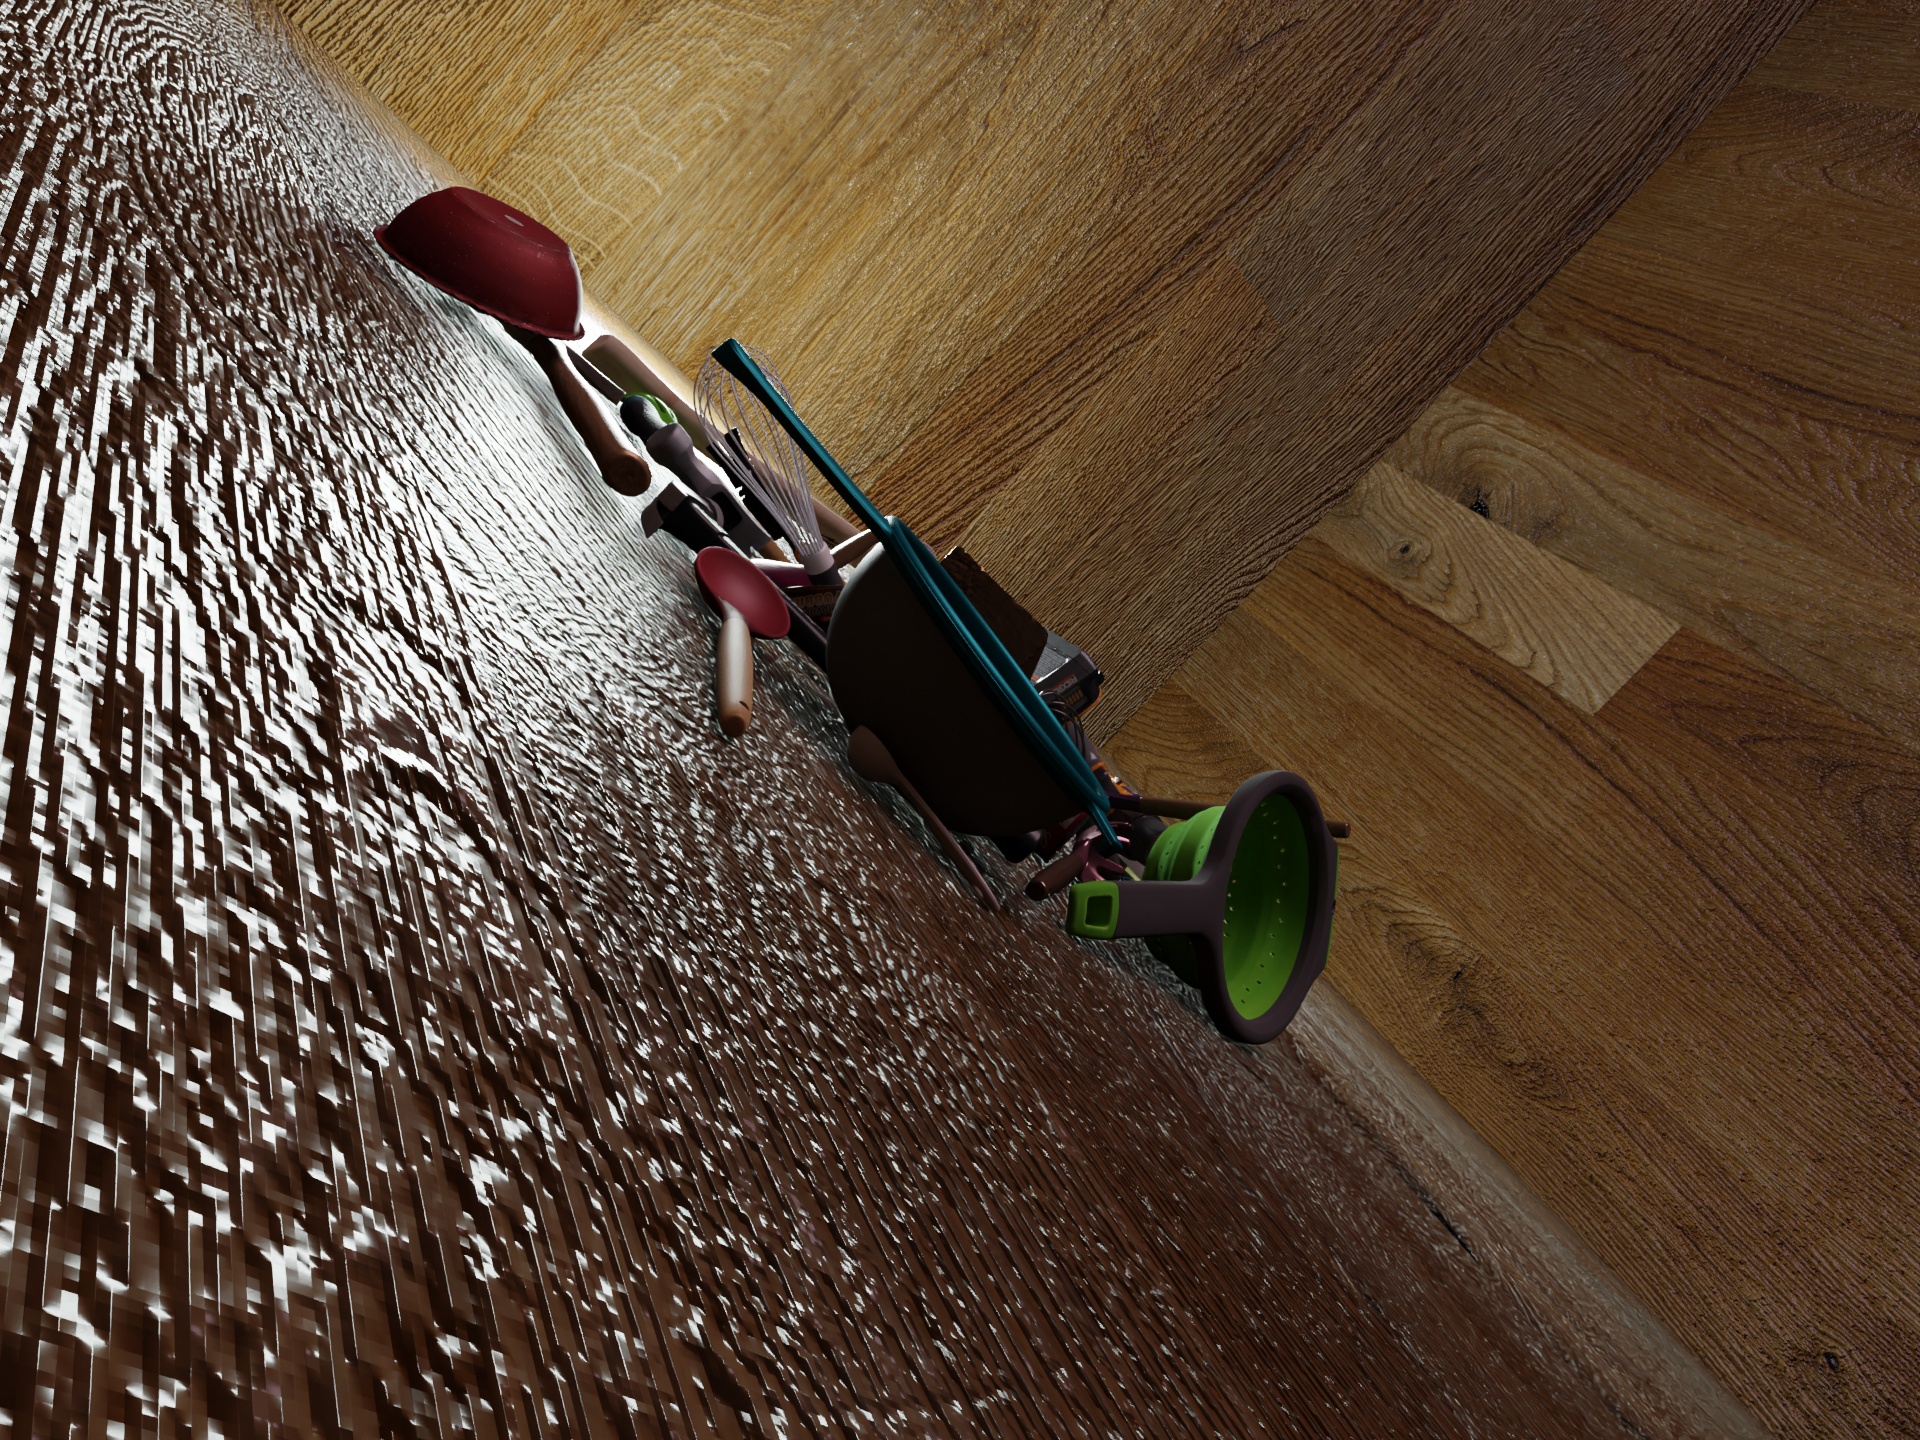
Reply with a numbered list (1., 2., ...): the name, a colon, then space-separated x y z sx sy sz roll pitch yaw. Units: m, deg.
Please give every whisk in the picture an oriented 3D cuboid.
1. whisk: 0.092 0.060 1.283 0.055 0.055 0.238 48 -12 45
2. whisk: -0.117 -0.144 1.150 0.070 0.070 0.284 50 -14 54

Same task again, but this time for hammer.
1. hammer: -0.207 -0.240 1.581 0.410 0.038 0.146 37 -29 2
2. hammer: -0.274 -0.231 1.140 0.129 0.031 0.332 39 6 -37
3. hammer: -0.126 -0.135 1.408 0.337 0.034 0.127 50 -7 41
4. hammer: -0.075 -0.032 1.023 0.335 0.035 0.146 44 4 1
5. hammer: -0.225 -0.208 1.254 0.128 0.033 0.331 52 -3 -30

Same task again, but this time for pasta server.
1. pasta server: 0.083 0.104 1.111 0.040 0.060 0.316 13 2 11

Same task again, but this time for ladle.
1. ladle: -0.114 -0.040 0.812 0.069 0.031 0.316 40 7 -16

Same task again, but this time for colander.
1. colander: 0.153 0.129 1.143 0.094 0.204 0.396 5 -2 35

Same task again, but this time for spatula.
1. spatula: 0.177 0.074 1.354 0.316 0.018 0.059 6 -18 32

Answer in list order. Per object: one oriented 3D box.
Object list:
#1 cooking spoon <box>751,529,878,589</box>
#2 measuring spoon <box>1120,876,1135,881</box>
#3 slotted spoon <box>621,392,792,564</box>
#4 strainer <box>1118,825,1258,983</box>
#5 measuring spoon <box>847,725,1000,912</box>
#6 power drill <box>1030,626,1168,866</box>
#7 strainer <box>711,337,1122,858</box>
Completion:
1. cooking spoon: -0.109 -0.128 1.301 0.068 0.017 0.319 47 18 -4
2. measuring spoon: 0.128 0.147 1.299 0.042 0.021 0.128 42 12 24
3. slotted spoon: -0.229 -0.219 1.457 0.314 0.031 0.070 48 4 35
4. strainer: 0.244 0.182 1.605 0.256 0.069 0.151 41 5 -10
5. measuring spoon: -0.022 0.055 0.834 0.124 0.018 0.034 51 -16 15
6. power drill: 0.117 0.035 1.471 0.185 0.084 0.226 37 -21 57
7. strainer: -0.050 -0.052 0.888 0.340 0.095 0.211 50 7 -22
